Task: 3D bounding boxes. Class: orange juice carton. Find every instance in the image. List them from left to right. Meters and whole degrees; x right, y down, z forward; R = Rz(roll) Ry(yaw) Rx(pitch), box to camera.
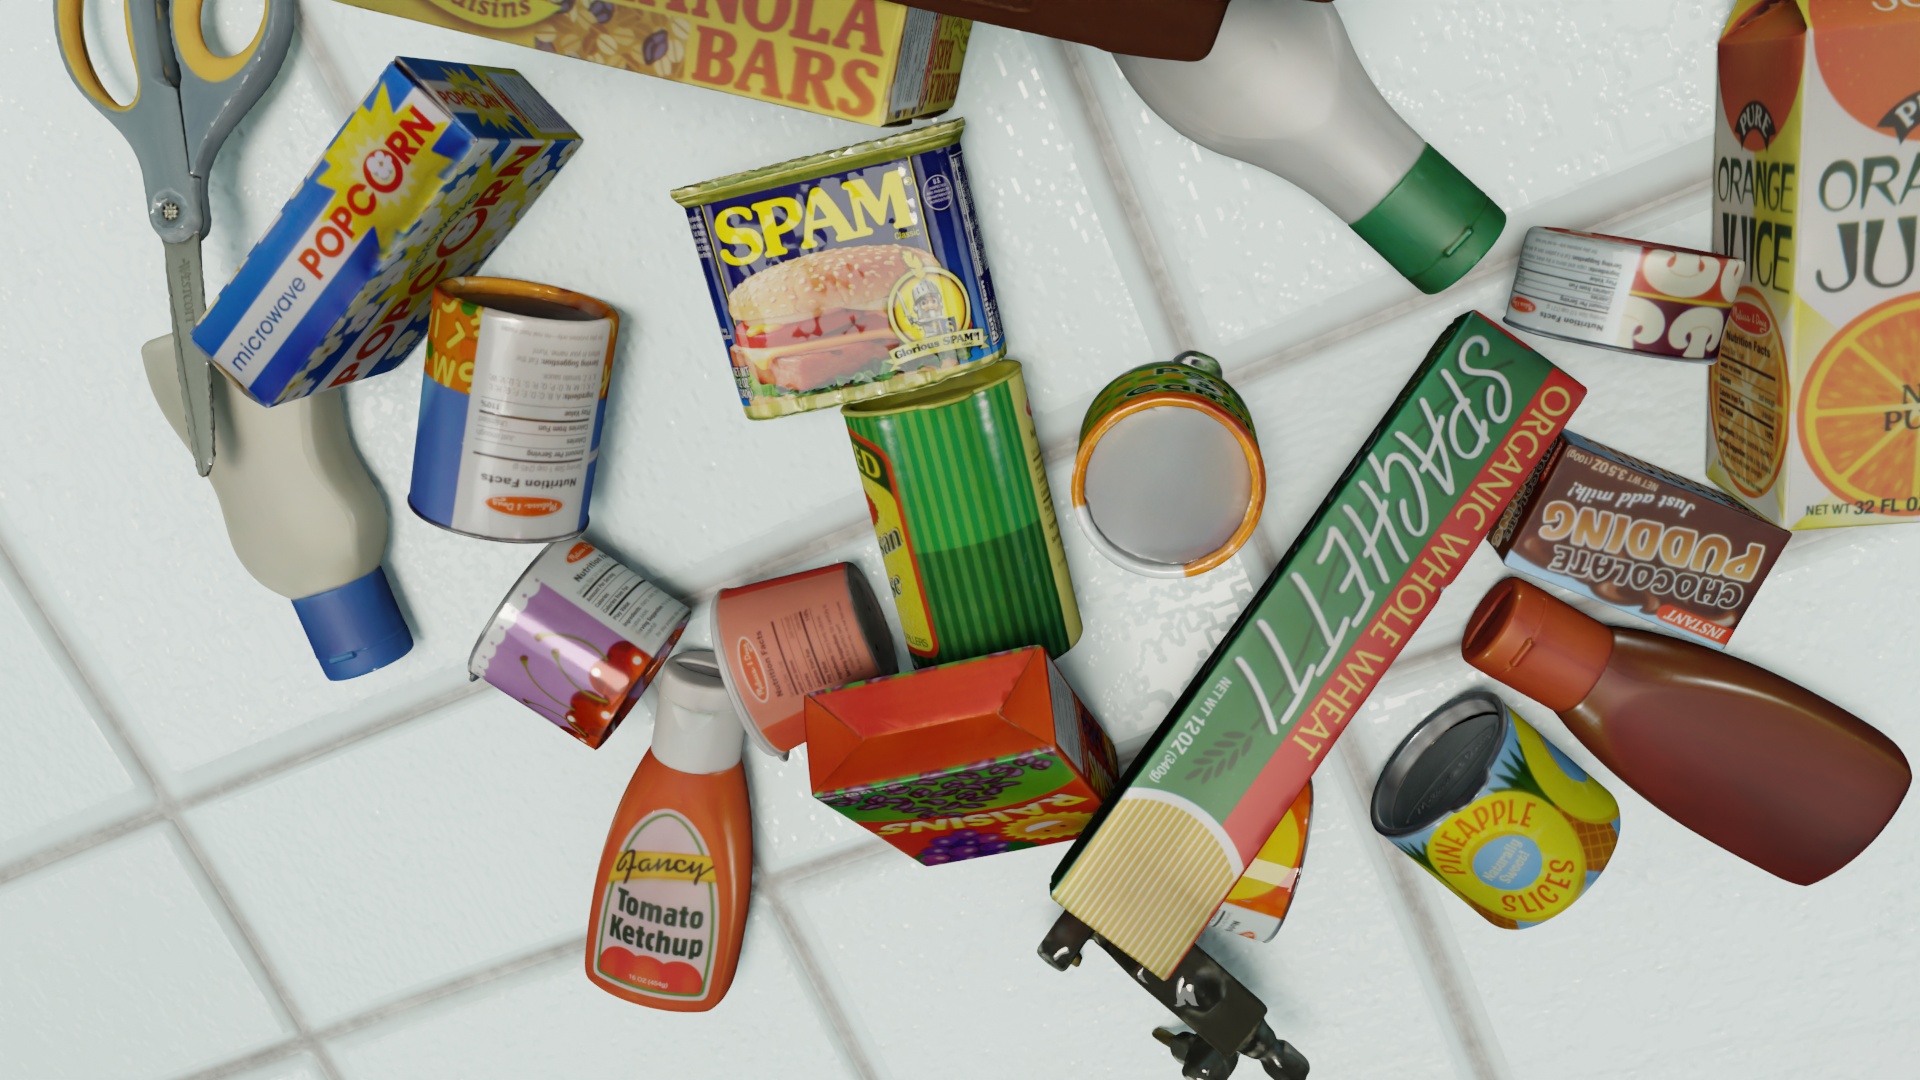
[{"bbox_3d":[0.282,-0.105,0.429,0.072,0.073,0.192,-4,106,10],"label":"orange juice carton"}]

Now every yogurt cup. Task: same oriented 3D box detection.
[{"bbox_3d":[-0.057,0.042,0.529,0.054,0.072,0.072,-20,103,6],"label":"yogurt cup"}]

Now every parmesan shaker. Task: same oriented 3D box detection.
[{"bbox_3d":[0.002,-0.006,0.500,0.071,0.071,0.102,-11,105,12],"label":"parmesan shaker"}]

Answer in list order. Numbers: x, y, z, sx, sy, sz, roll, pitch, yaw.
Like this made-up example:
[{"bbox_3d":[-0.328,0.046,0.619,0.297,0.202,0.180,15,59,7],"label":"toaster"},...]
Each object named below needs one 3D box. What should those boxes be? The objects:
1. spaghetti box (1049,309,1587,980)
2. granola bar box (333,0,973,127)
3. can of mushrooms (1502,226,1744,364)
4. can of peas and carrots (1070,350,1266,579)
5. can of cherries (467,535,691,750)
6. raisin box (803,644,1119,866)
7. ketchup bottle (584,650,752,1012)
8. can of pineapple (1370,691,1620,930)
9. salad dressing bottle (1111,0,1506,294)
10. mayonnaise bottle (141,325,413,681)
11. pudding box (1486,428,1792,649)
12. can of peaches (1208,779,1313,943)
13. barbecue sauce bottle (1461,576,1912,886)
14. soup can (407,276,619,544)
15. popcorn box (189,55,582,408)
[{"bbox_3d":[0.121,0.034,0.478,0.050,0.028,0.250,36,91,4],"label":"spaghetti box"},{"bbox_3d":[-0.087,-0.168,0.437,0.166,0.125,0.039,14,110,4],"label":"granola bar box"},{"bbox_3d":[0.216,-0.080,0.451,0.071,0.071,0.033,10,107,5],"label":"can of mushrooms"},{"bbox_3d":[0.074,-0.028,0.490,0.071,0.059,0.070,2,108,7],"label":"can of peas and carrots"},{"bbox_3d":[-0.148,0.041,0.540,0.058,0.072,0.071,33,109,-4],"label":"can of cherries"},{"bbox_3d":[0.006,0.082,0.505,0.086,0.123,0.040,-14,63,12],"label":"raisin box"},{"bbox_3d":[-0.114,0.119,0.571,0.065,0.044,0.148,13,108,3],"label":"ketchup bottle"},{"bbox_3d":[0.194,0.099,0.505,0.058,0.071,0.071,39,108,-5],"label":"can of pineapple"},{"bbox_3d":[0.114,-0.142,0.459,0.147,0.044,0.064,40,106,-6],"label":"salad dressing bottle"},{"bbox_3d":[-0.264,-0.017,0.553,0.065,0.041,0.147,-16,105,6],"label":"mayonnaise bottle"},{"bbox_3d":[0.237,-0.001,0.489,0.084,0.030,0.049,22,110,1],"label":"pudding box"},{"bbox_3d":[0.096,0.109,0.527,0.058,0.071,0.071,15,109,4],"label":"can of peaches"},{"bbox_3d":[0.255,0.064,0.500,0.148,0.044,0.064,29,114,0],"label":"barbecue sauce bottle"},{"bbox_3d":[-0.167,-0.050,0.517,0.071,0.071,0.083,15,108,4],"label":"soup can"},{"bbox_3d":[-0.201,-0.109,0.491,0.038,0.085,0.126,44,107,-5],"label":"popcorn box"}]
